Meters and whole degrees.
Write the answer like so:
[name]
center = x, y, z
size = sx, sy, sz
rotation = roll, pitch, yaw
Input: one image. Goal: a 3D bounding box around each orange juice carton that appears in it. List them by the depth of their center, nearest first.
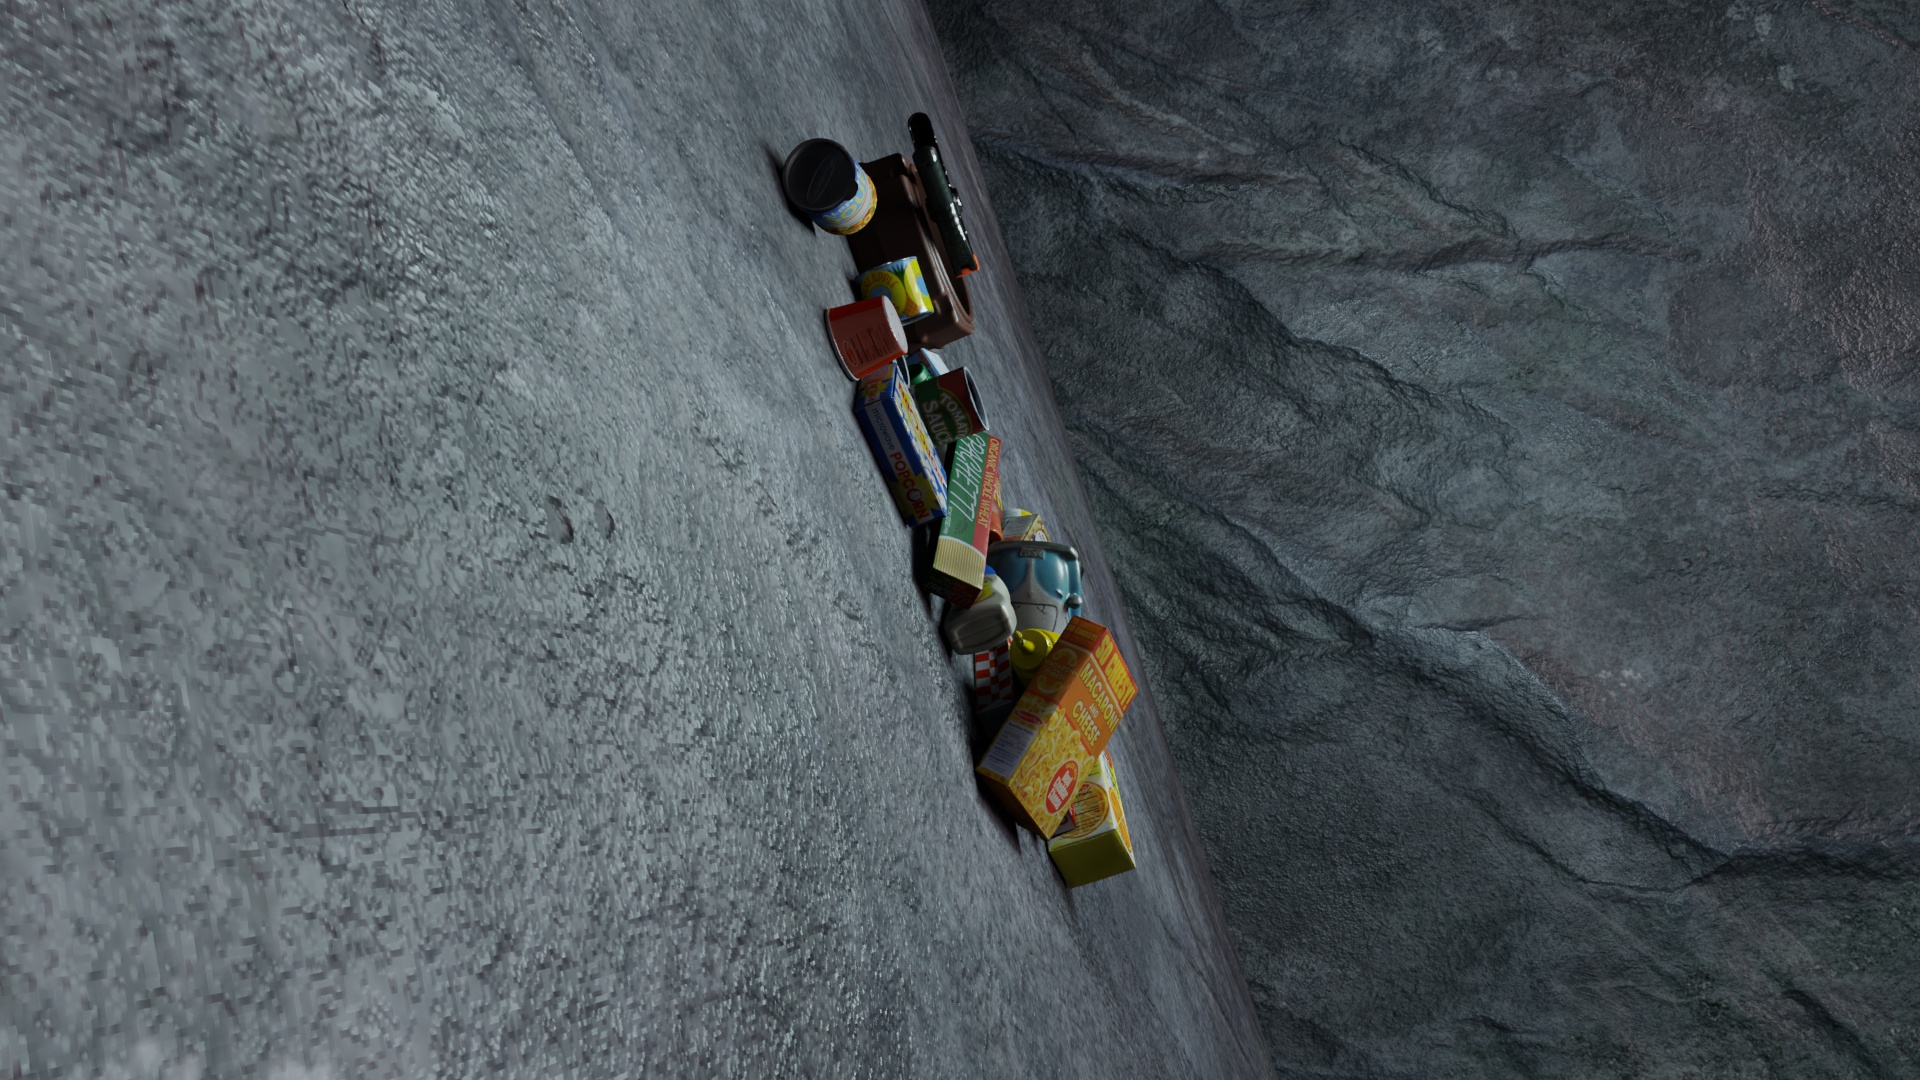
[orange juice carton]
center = 0.123, 0.257, 1.449
size = 0.194, 0.073, 0.071
rotation = -98, 165, -51

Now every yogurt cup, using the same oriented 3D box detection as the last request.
[yogurt cup]
center = -0.081, -0.180, 1.218
size = 0.072, 0.054, 0.072
rotation = -21, 92, -80

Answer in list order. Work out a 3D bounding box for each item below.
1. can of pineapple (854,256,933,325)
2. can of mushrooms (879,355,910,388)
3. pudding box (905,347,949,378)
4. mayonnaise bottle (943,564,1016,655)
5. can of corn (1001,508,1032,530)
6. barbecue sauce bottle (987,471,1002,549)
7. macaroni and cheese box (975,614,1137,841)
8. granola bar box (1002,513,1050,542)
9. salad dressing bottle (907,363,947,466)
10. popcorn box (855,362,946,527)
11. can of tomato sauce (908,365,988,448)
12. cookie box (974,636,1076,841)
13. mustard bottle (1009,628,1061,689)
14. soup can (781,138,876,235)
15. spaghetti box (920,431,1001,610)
[can of pineapple]
center = -0.067, -0.245, 1.387
size = 0.071, 0.071, 0.058
rotation = -39, 110, -80
[can of mushrooms]
center = -0.074, -0.170, 1.296
size = 0.071, 0.033, 0.071
rotation = -21, 92, -80
[pudding box]
center = -0.023, -0.166, 1.504
size = 0.084, 0.030, 0.050
rotation = 57, 15, 11
[mayonnaise bottle]
center = 0.018, 0.059, 1.291
size = 0.148, 0.065, 0.041
rotation = -90, 156, -74
[can of corn]
center = 0.065, 0.006, 1.628
size = 0.058, 0.071, 0.071
rotation = -90, 159, -64
[barbecue sauce bottle]
center = 0.023, -0.042, 1.557
size = 0.064, 0.043, 0.149
rotation = 56, 17, -33
[macaroni and cheese box]
center = 0.089, 0.167, 1.239
size = 0.167, 0.040, 0.123
rotation = -56, 145, -20
[granola bar box]
center = 0.081, 0.072, 1.555
size = 0.165, 0.039, 0.125
rotation = 66, 32, -24
[salad dressing bottle]
center = -0.022, -0.115, 1.441
size = 0.147, 0.044, 0.064
rotation = 61, 42, -32
[popcorn box]
center = -0.052, -0.086, 1.246
size = 0.085, 0.038, 0.126
rotation = -92, 161, -63
[can of tomato sauce]
center = -0.023, -0.123, 1.343
size = 0.071, 0.083, 0.071
rotation = -21, 92, -80
[cookie box]
center = 0.061, 0.187, 1.342
size = 0.123, 0.040, 0.166
rotation = -92, 159, -61
[mustard bottle]
center = 0.080, 0.116, 1.295
size = 0.160, 0.065, 0.049
rotation = 41, 22, -57
[soup can]
center = -0.114, -0.314, 1.247
size = 0.084, 0.071, 0.071
rotation = 12, 59, -79
[spaghetti box]
center = 0.003, -0.031, 1.305
size = 0.050, 0.028, 0.251
rotation = 26, 35, -12
